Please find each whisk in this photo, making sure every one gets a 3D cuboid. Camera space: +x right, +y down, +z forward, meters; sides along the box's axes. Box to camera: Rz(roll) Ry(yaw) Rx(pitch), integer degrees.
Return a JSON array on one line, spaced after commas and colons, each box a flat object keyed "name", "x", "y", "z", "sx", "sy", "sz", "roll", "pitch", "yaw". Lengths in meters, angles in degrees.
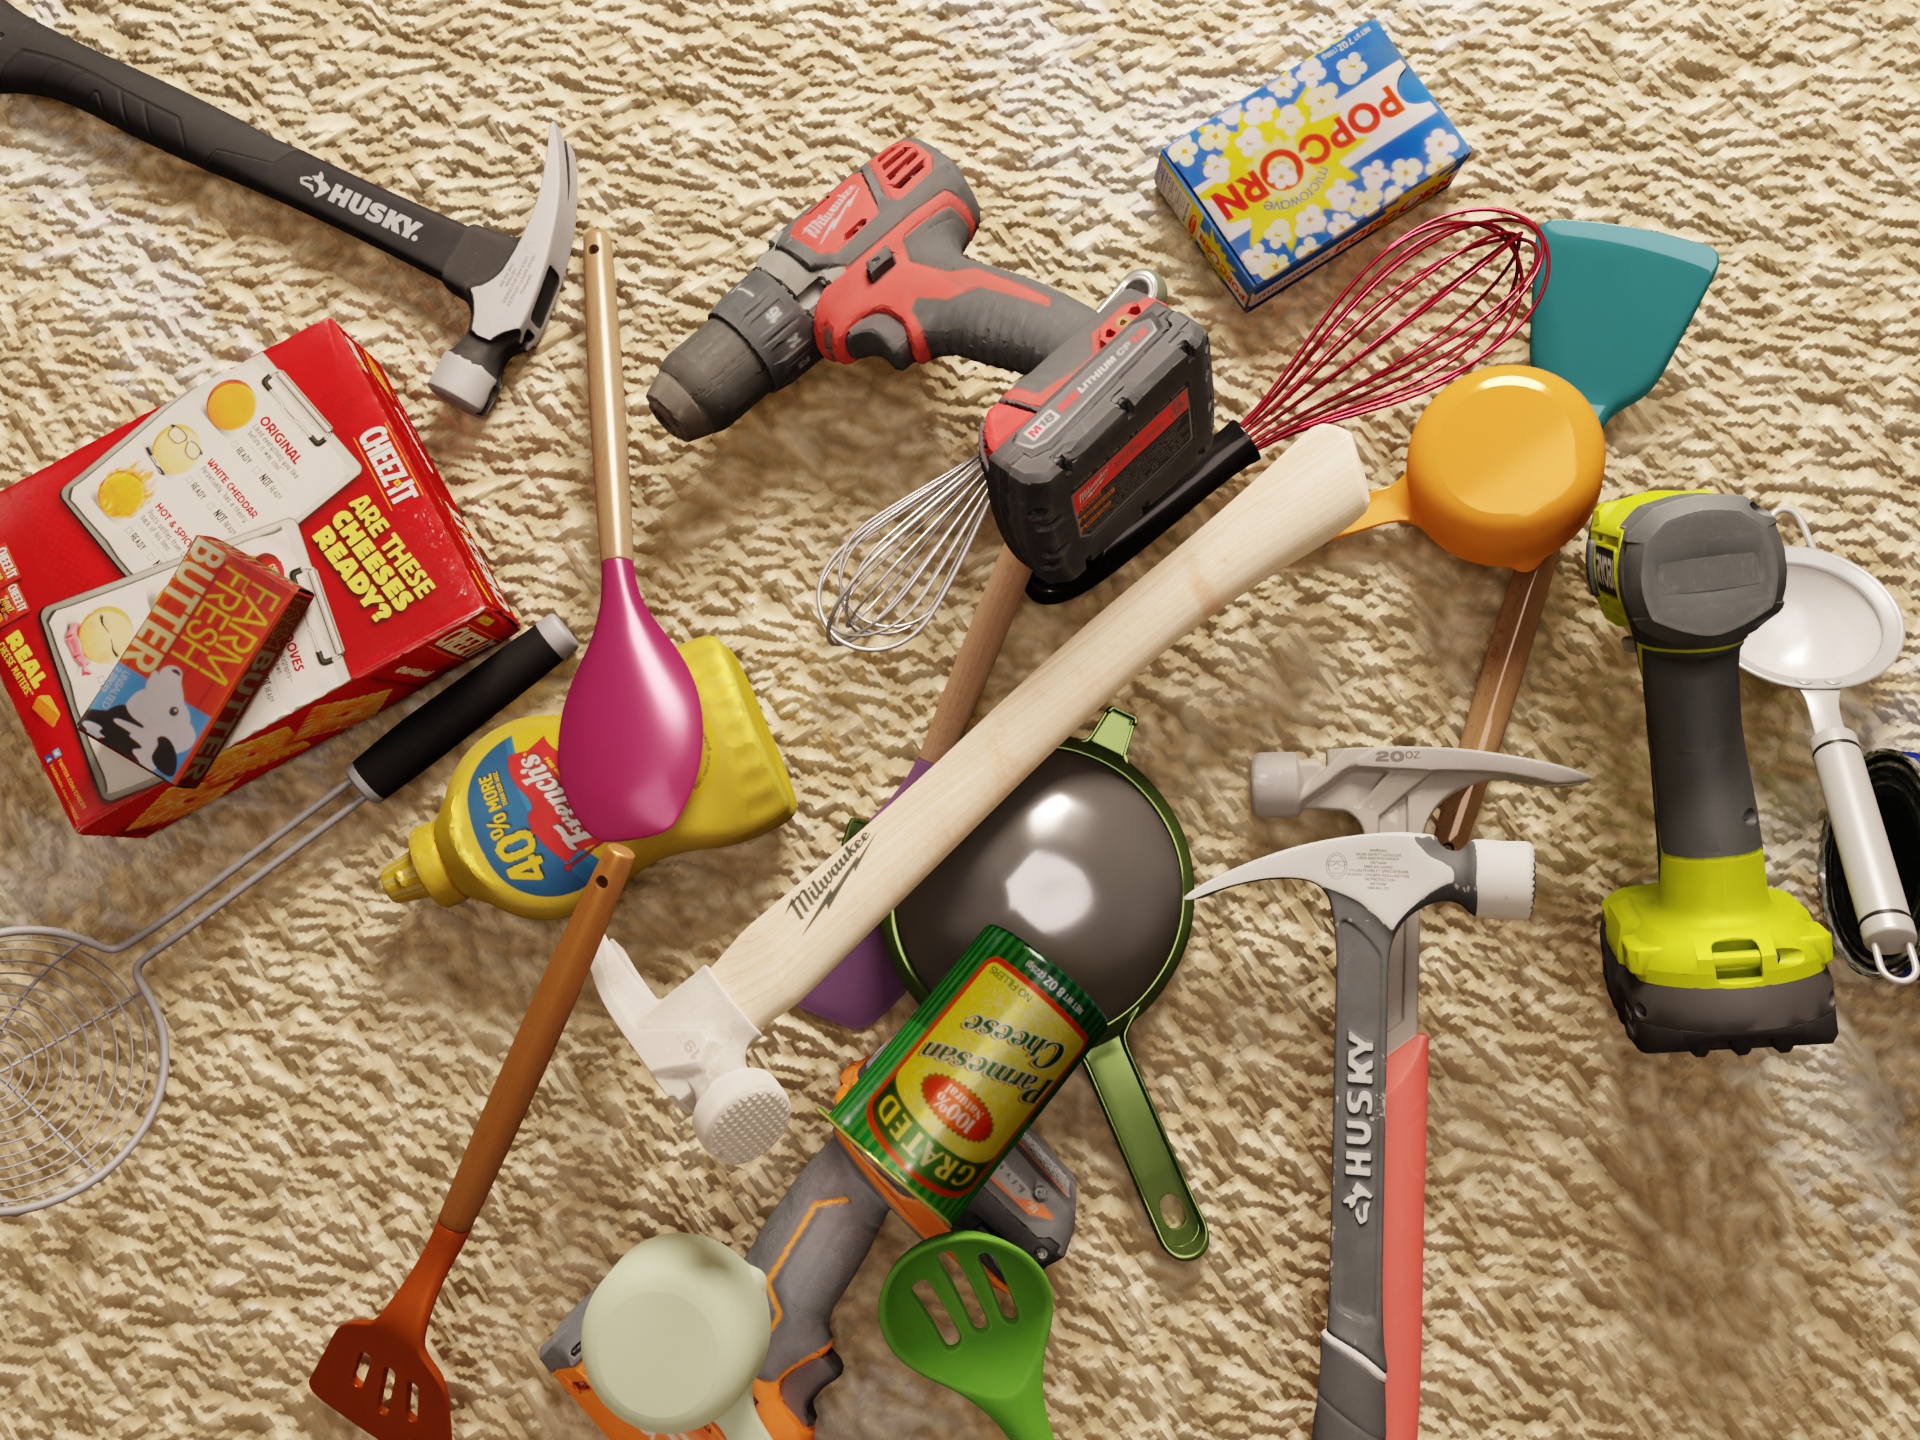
[{"name": "whisk", "x": 0.153, "y": -0.147, "z": 0.762, "sx": 0.296, "sy": 0.073, "sz": 0.073, "roll": -35, "pitch": 83, "yaw": 4}, {"name": "whisk", "x": 0.018, "y": -0.128, "z": 0.768, "sx": 0.058, "sy": 0.059, "sz": 0.246, "roll": 38, "pitch": 81, "yaw": 16}]

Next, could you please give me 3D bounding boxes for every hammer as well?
[{"name": "hammer", "x": 0.165, "y": 0.252, "z": 0.685, "sx": 0.149, "sy": 0.036, "sz": 0.409, "roll": 2, "pitch": 84, "yaw": 16}, {"name": "hammer", "x": 0.017, "y": 0.005, "z": 0.699, "sx": 0.410, "sy": 0.038, "sz": 0.146, "roll": -41, "pitch": 44, "yaw": -10}, {"name": "hammer", "x": -0.352, "y": -0.288, "z": 0.807, "sx": 0.335, "sy": 0.035, "sz": 0.146, "roll": 26, "pitch": 85, "yaw": 5}, {"name": "hammer", "x": 0.202, "y": 0.191, "z": 0.718, "sx": 0.149, "sy": 0.036, "sz": 0.359, "roll": 1, "pitch": 84, "yaw": 15}]

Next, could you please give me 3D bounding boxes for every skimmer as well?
[{"name": "skimmer", "x": -0.324, "y": 0.077, "z": 0.734, "sx": 0.363, "sy": 0.090, "sz": 0.127, "roll": -38, "pitch": 115, "yaw": -5}]

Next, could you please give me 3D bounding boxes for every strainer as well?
[{"name": "strainer", "x": 0.060, "y": 0.128, "z": 0.715, "sx": 0.151, "sy": 0.069, "sz": 0.256, "roll": -23, "pitch": 88, "yaw": -8}, {"name": "strainer", "x": 0.379, "y": 0.007, "z": 0.696, "sx": 0.087, "sy": 0.050, "sz": 0.259, "roll": 2, "pitch": 47, "yaw": 11}]

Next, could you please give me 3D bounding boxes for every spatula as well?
[{"name": "spatula", "x": -0.001, "y": -0.002, "z": 0.757, "sx": 0.060, "sy": 0.018, "sz": 0.316, "roll": 22, "pitch": 91, "yaw": -1}, {"name": "spatula", "x": -0.208, "y": 0.195, "z": 0.696, "sx": 0.081, "sy": 0.041, "sz": 0.322, "roll": 28, "pitch": 100, "yaw": 9}, {"name": "spatula", "x": 0.272, "y": -0.077, "z": 0.753, "sx": 0.082, "sy": 0.044, "sz": 0.317, "roll": 17, "pitch": 85, "yaw": 17}]

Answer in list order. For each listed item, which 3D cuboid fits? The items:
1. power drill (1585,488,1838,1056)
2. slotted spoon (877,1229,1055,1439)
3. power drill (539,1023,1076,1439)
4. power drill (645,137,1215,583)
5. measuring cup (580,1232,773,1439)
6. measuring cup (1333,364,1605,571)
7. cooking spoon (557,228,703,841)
[{"name": "power drill", "x": 0.309, "y": 0.014, "z": 0.677, "sx": 0.080, "sy": 0.171, "sz": 0.223, "roll": -6, "pitch": 97, "yaw": 15}, {"name": "slotted spoon", "x": 0.046, "y": 0.342, "z": 0.672, "sx": 0.070, "sy": 0.031, "sz": 0.313, "roll": -23, "pitch": 103, "yaw": 1}, {"name": "power drill", "x": -0.054, "y": 0.263, "z": 0.708, "sx": 0.226, "sy": 0.084, "sz": 0.164, "roll": -43, "pitch": 84, "yaw": 1}, {"name": "power drill", "x": -0.018, "y": -0.158, "z": 0.724, "sx": 0.188, "sy": 0.080, "sz": 0.227, "roll": -44, "pitch": 62, "yaw": -12}, {"name": "measuring cup", "x": -0.097, "y": 0.294, "z": 0.654, "sx": 0.083, "sy": 0.038, "sz": 0.167, "roll": -32, "pitch": 83, "yaw": 6}, {"name": "measuring cup", "x": 0.209, "y": -0.109, "z": 0.738, "sx": 0.173, "sy": 0.052, "sz": 0.095, "roll": -13, "pitch": 81, "yaw": 14}, {"name": "cooking spoon", "x": -0.164, "y": -0.097, "z": 0.753, "sx": 0.069, "sy": 0.017, "sz": 0.319, "roll": -10, "pitch": 70, "yaw": 6}]
